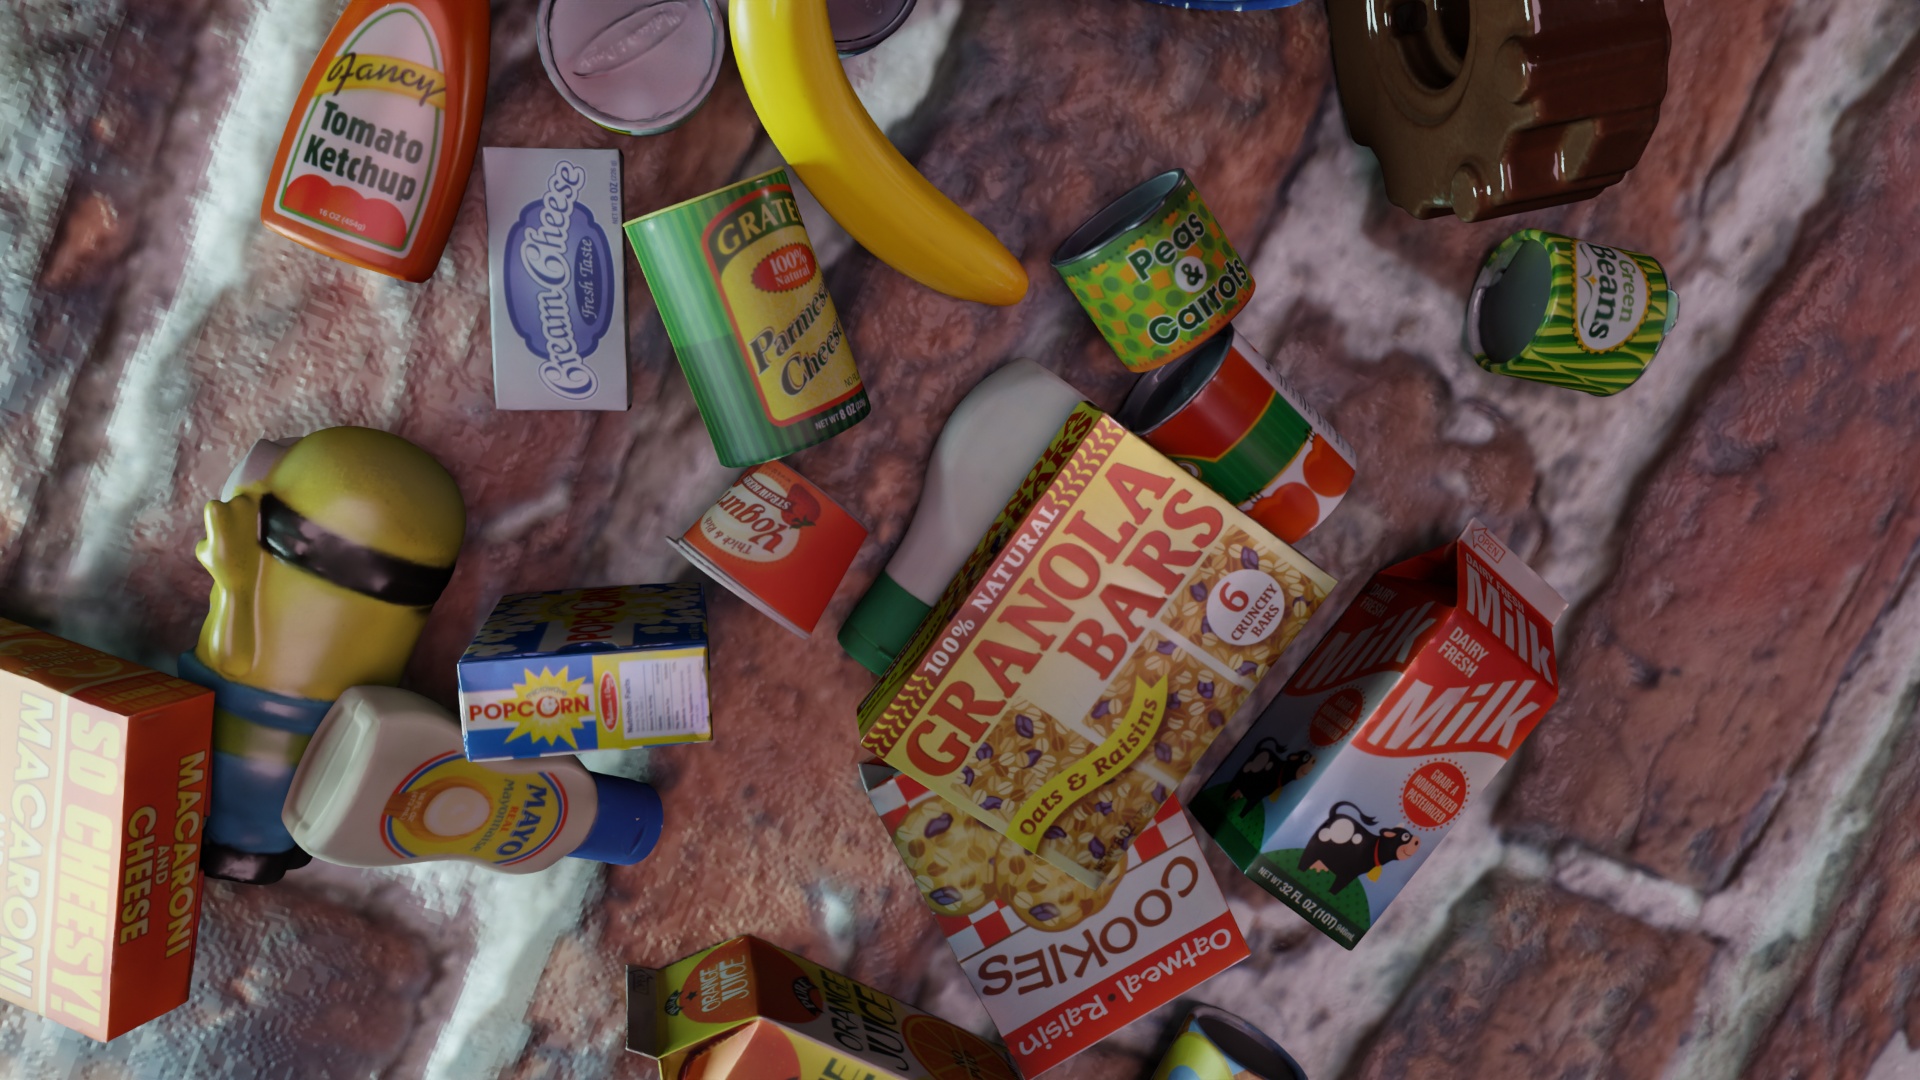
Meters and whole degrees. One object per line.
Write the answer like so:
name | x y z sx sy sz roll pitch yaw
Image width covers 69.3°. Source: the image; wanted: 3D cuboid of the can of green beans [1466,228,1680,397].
can of green beans | 0.271 -0.102 0.623 0.058 0.071 0.071 9 100 -13

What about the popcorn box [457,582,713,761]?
popcorn box | -0.140 0.047 0.537 0.085 0.127 0.038 -3 99 -11

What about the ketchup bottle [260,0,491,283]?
ketchup bottle | -0.206 -0.175 0.519 0.065 0.043 0.148 21 97 -11

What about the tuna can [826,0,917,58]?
tuna can | -0.051 -0.223 0.546 0.071 0.033 0.071 -3 102 -11

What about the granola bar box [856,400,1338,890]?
granola bar box | 0.054 0.044 0.574 0.124 0.039 0.165 34 99 -13

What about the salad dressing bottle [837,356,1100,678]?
salad dressing bottle | 0.002 -0.008 0.600 0.064 0.044 0.147 34 95 -18

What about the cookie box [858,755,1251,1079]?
cookie box | 0.045 0.149 0.644 0.123 0.040 0.167 -28 105 -5

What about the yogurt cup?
yogurt cup | -0.075 0.001 0.575 0.072 0.072 0.054 38 85 -17

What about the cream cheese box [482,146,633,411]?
cream cheese box | -0.160 -0.103 0.554 0.053 0.024 0.103 -2 102 -10

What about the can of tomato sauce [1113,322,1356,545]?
can of tomato sauce | 0.119 -0.043 0.604 0.083 0.071 0.071 41 92 -17

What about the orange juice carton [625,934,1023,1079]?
orange juice carton | -0.064 0.244 0.625 0.192 0.072 0.073 29 95 -16

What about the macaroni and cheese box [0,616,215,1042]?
macaroni and cheese box | -0.353 0.094 0.508 0.166 0.040 0.123 14 101 17

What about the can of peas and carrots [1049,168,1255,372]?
can of peas and carrots | 0.082 -0.112 0.579 0.071 0.071 0.058 -38 107 -1

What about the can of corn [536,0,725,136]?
can of corn | -0.125 -0.190 0.525 0.071 0.058 0.071 -3 103 -11

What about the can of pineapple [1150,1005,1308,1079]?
can of pineapple | 0.128 0.270 0.672 0.071 0.071 0.058 26 96 -16

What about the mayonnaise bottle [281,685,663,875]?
mayonnaise bottle | -0.183 0.102 0.548 0.148 0.041 0.065 27 89 -50

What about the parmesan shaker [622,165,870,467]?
parmesan shaker | -0.081 -0.089 0.554 0.071 0.071 0.102 -22 106 -6

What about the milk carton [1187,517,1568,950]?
milk carton | 0.201 0.084 0.645 0.072 0.073 0.190 39 92 -17
